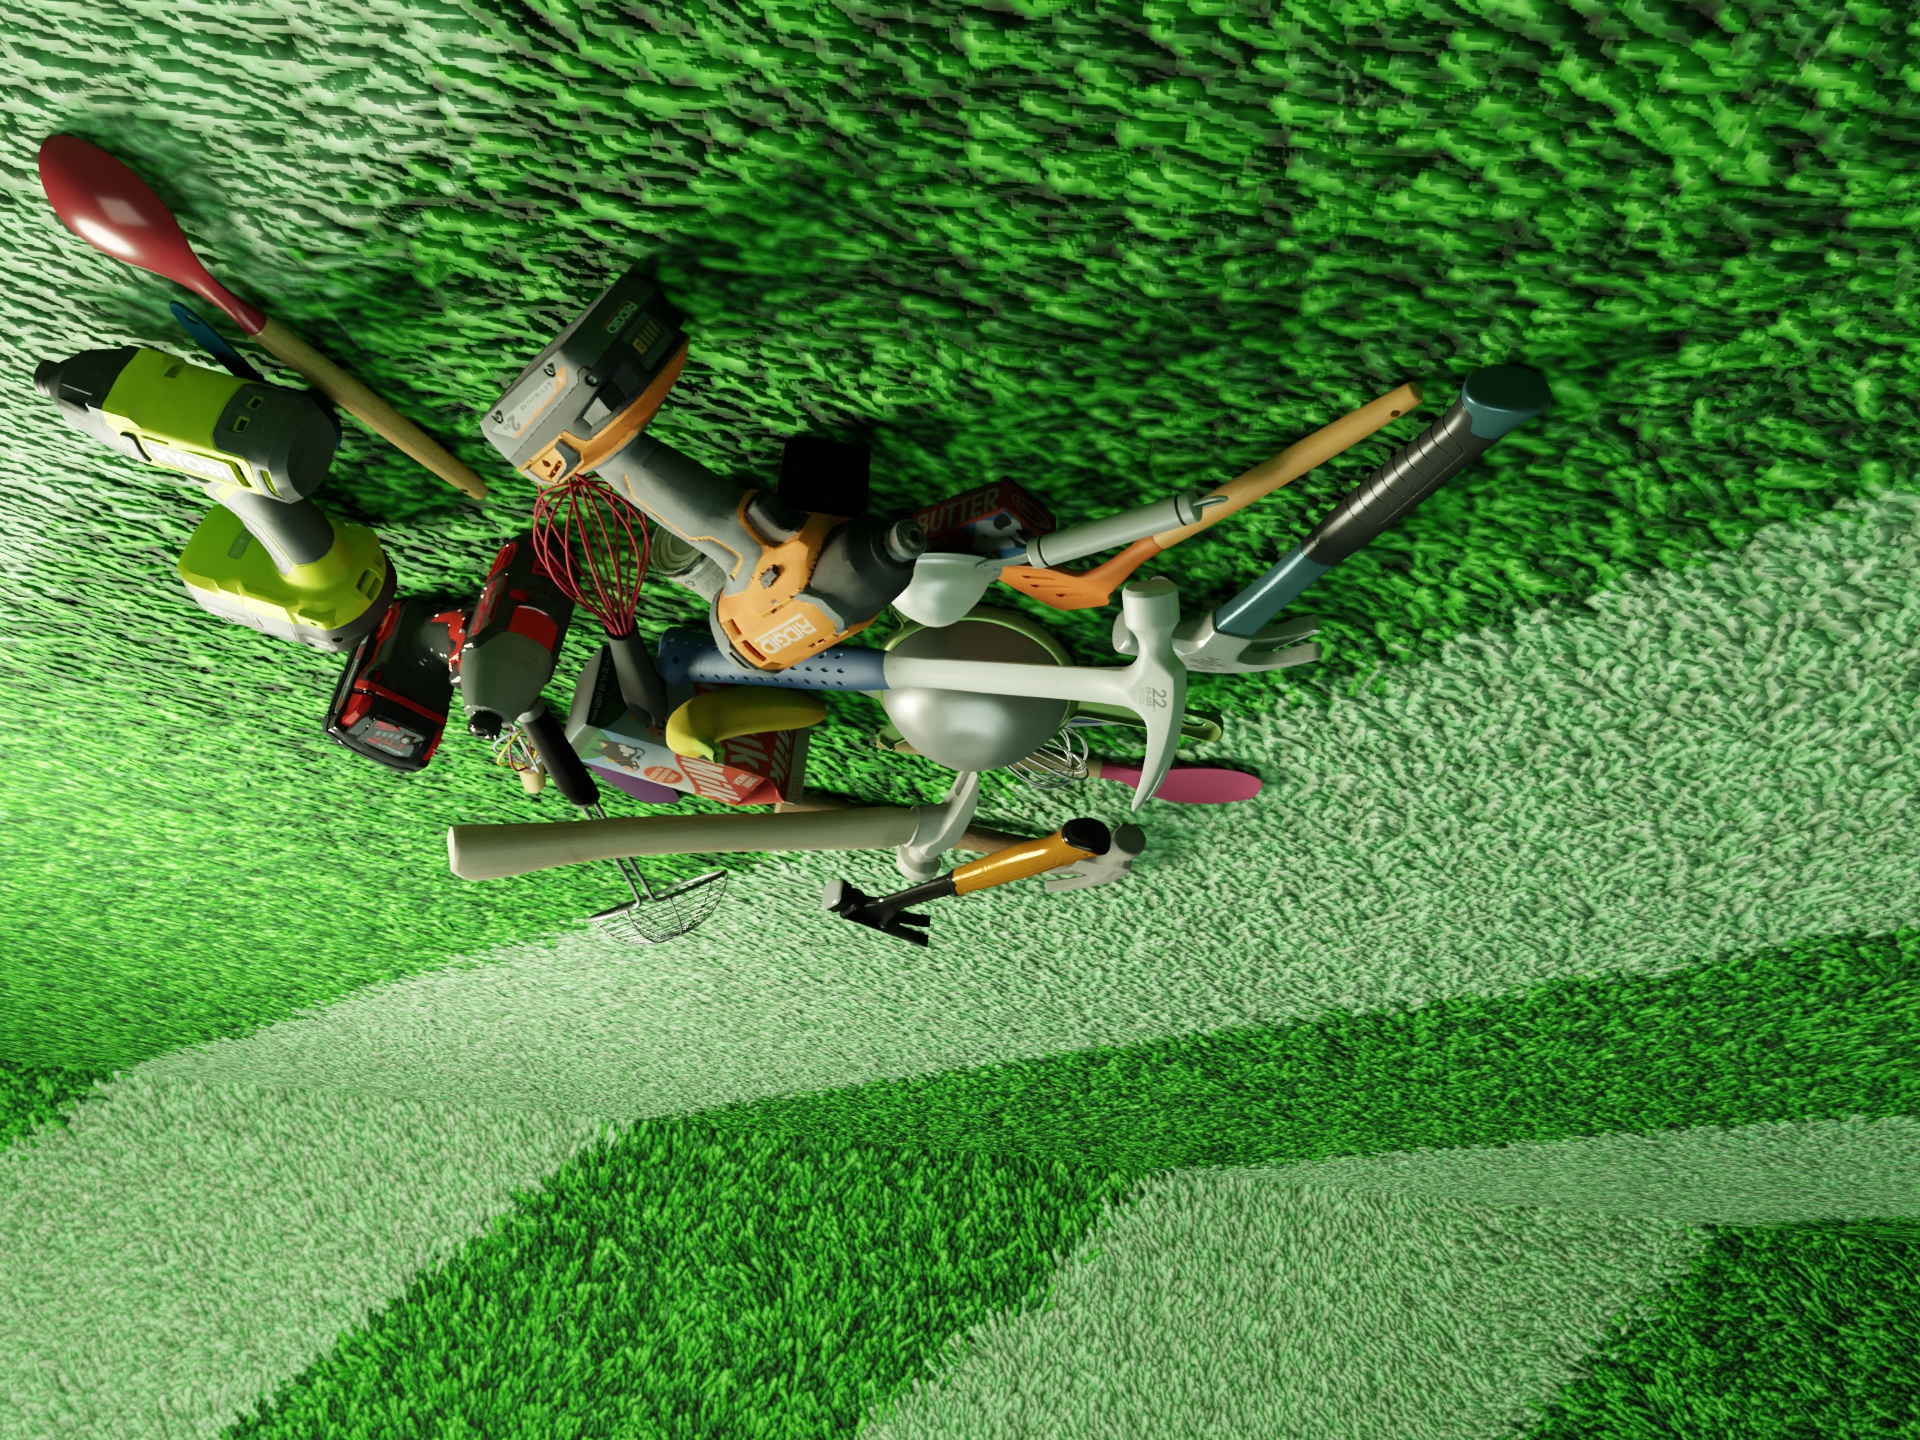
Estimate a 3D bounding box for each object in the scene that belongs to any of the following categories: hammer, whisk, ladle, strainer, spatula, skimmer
[{"bbox_3d":[0.222,-0.108,0.949,0.128,0.033,0.331,10,153,-20],"label":"hammer"},{"bbox_3d":[-0.002,-0.004,1.221,0.246,0.059,0.057,23,113,-24],"label":"whisk"},{"bbox_3d":[-0.376,-0.209,0.896,0.069,0.031,0.315,2,157,29],"label":"ladle"},{"bbox_3d":[-0.006,0.106,1.462,0.331,0.031,0.130,11,154,-8],"label":"hammer"},{"bbox_3d":[-0.369,0.033,1.345,0.051,0.047,0.245,17,165,-9],"label":"whisk"},{"bbox_3d":[0.060,0.002,1.131,0.256,0.069,0.151,10,136,1],"label":"strainer"},{"bbox_3d":[-0.233,-0.074,1.075,0.073,0.073,0.295,5,150,3],"label":"whisk"},{"bbox_3d":[-0.038,-0.027,1.073,0.406,0.144,0.035,5,-159,31],"label":"hammer"},{"bbox_3d":[-0.183,0.082,1.239,0.410,0.038,0.146,-1,140,-26],"label":"hammer"},{"bbox_3d":[0.017,0.147,1.464,0.127,0.034,0.337,26,148,-32],"label":"hammer"},{"bbox_3d":[0.137,-0.127,0.953,0.081,0.041,0.322,25,145,-33],"label":"spatula"},{"bbox_3d":[0.041,-0.097,0.958,0.258,0.050,0.086,-14,165,30],"label":"strainer"},{"bbox_3d":[-0.286,0.076,1.286,0.127,0.090,0.362,-19,141,-2],"label":"skimmer"},{"bbox_3d":[-0.341,0.012,1.358,0.060,0.018,0.315,-3,154,28],"label":"spatula"}]

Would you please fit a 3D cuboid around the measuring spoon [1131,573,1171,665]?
[{"bbox_3d":[0.136,-0.066,1.093,0.034,0.018,0.124,2,147,6],"label":"measuring spoon"}]

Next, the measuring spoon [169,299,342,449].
[{"bbox_3d":[-0.405,-0.204,0.921,0.042,0.021,0.128,8,154,28],"label":"measuring spoon"}]

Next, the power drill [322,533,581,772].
[{"bbox_3d":[-0.354,-0.037,1.116,0.220,0.143,0.078,-16,144,43],"label":"power drill"}]

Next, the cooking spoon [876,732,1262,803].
[{"bbox_3d":[0.090,0.036,1.308,0.319,0.017,0.068,7,153,-3],"label":"cooking spoon"}]

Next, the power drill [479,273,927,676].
[{"bbox_3d":[-0.130,-0.128,0.868,0.226,0.084,0.164,43,140,-22],"label":"power drill"}]

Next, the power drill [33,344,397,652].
[{"bbox_3d":[-0.451,-0.140,0.984,0.171,0.080,0.223,16,154,6],"label":"power drill"}]
